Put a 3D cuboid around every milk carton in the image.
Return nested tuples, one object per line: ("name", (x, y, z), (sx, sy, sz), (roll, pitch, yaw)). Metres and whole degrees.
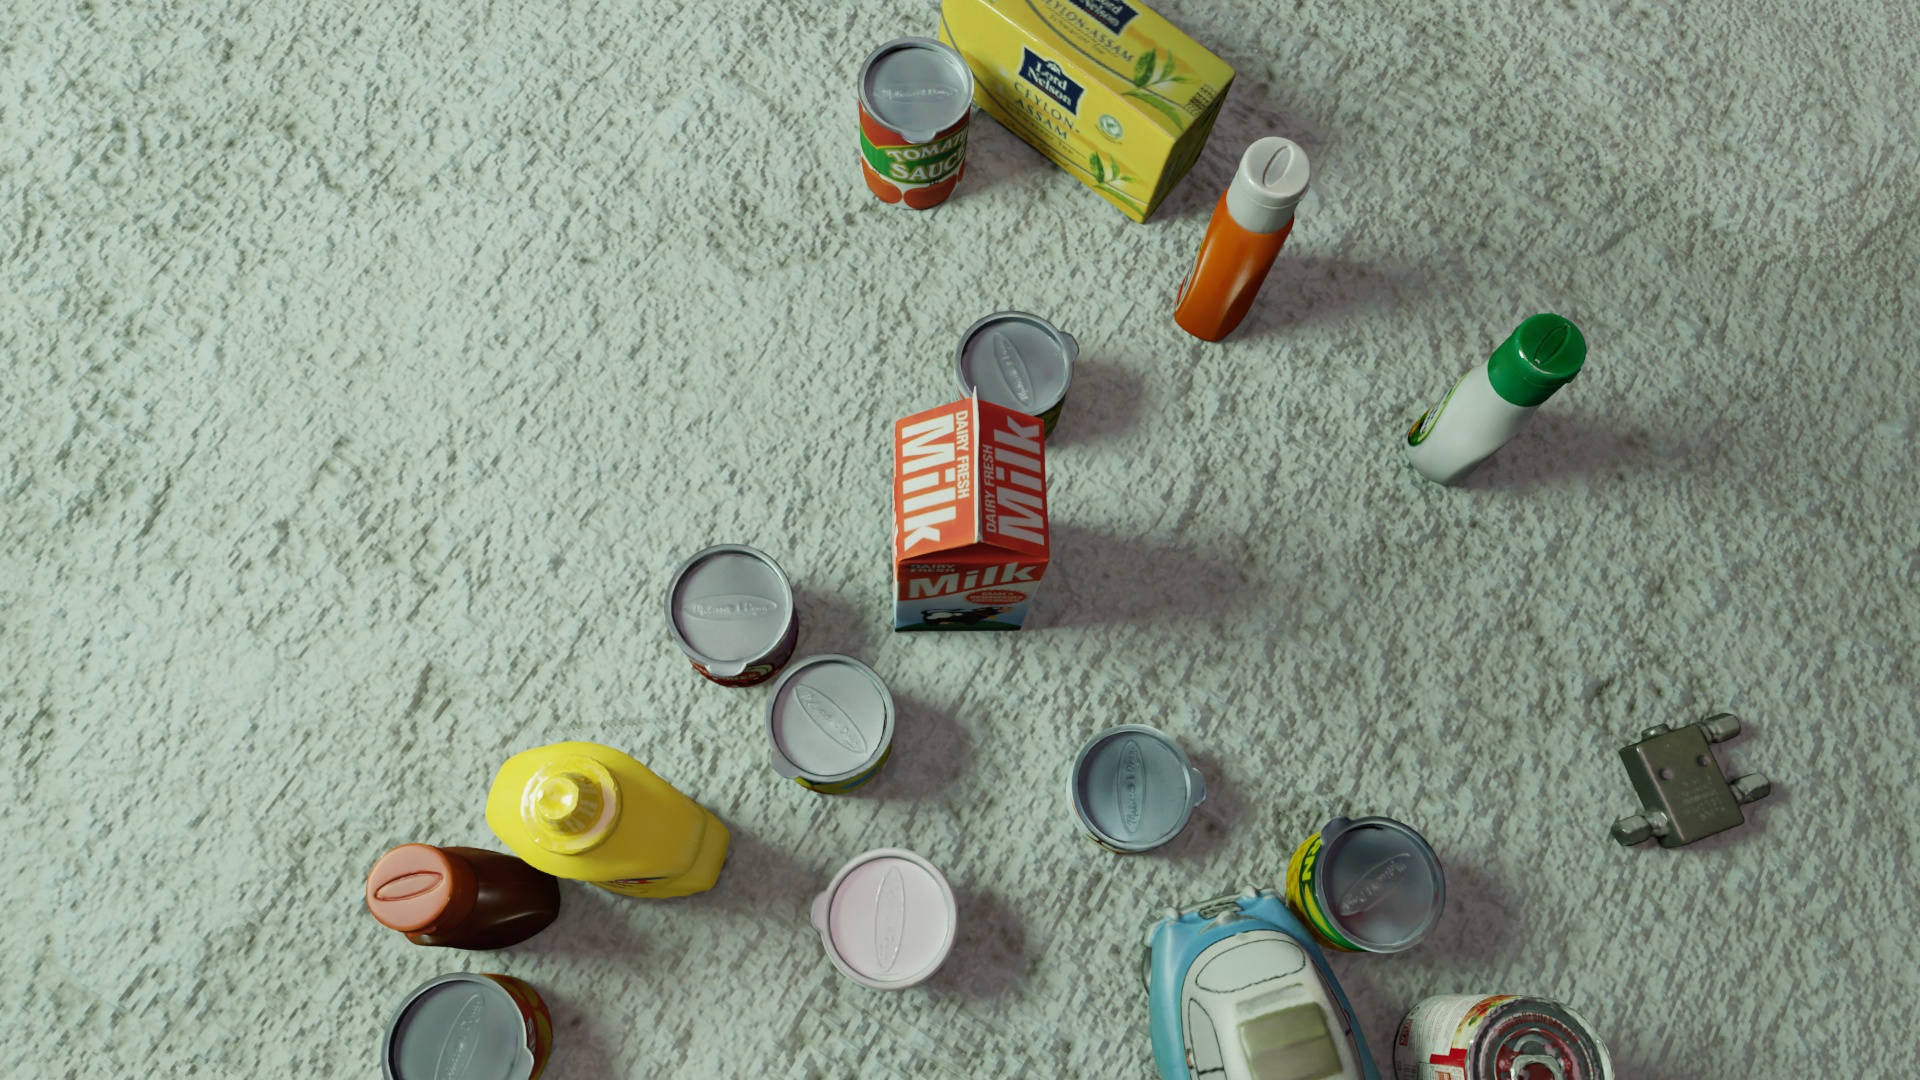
("milk carton", (0.002, -0.009, 0.696), (0.073, 0.190, 0.072), (-1, 73, -4))

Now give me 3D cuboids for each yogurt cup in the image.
("yogurt cup", (-0.036, 0.192, 0.701), (0.072, 0.053, 0.072), (1, 72, -3))

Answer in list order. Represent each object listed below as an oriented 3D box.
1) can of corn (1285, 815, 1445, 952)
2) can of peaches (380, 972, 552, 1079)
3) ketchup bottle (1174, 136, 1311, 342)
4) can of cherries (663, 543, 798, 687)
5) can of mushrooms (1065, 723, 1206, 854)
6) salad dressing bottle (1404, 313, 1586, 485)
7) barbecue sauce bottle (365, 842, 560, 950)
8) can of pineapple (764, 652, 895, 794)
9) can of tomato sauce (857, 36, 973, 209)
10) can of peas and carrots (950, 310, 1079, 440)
("can of corn", (0.206, 0.177, 0.718), (0.071, 0.058, 0.071), (1, 72, -3))
("can of peaches", (-0.234, 0.244, 0.669), (0.071, 0.058, 0.071), (1, 72, -3))
("ketchup bottle", (0.159, -0.169, 0.780), (0.043, 0.148, 0.065), (29, 73, 6))
("can of cherries", (-0.121, 0.044, 0.741), (0.071, 0.058, 0.071), (1, 72, -3))
("can of mushrooms", (0.092, 0.133, 0.738), (0.071, 0.033, 0.071), (1, 72, -3))
("salad dressing bottle", (0.290, -0.076, 0.758), (0.044, 0.147, 0.064), (40, 75, 9))
("barbecue sauce bottle", (-0.233, 0.166, 0.647), (0.065, 0.148, 0.044), (-13, 74, -7))
("can of pineapple", (-0.069, 0.098, 0.727), (0.071, 0.057, 0.071), (1, 72, -3))
("can of tomato sauce", (-0.027, -0.245, 0.827), (0.071, 0.083, 0.071), (1, 72, -3))
("can of peas and carrots", (0.030, -0.090, 0.793), (0.071, 0.058, 0.071), (1, 72, -3))
